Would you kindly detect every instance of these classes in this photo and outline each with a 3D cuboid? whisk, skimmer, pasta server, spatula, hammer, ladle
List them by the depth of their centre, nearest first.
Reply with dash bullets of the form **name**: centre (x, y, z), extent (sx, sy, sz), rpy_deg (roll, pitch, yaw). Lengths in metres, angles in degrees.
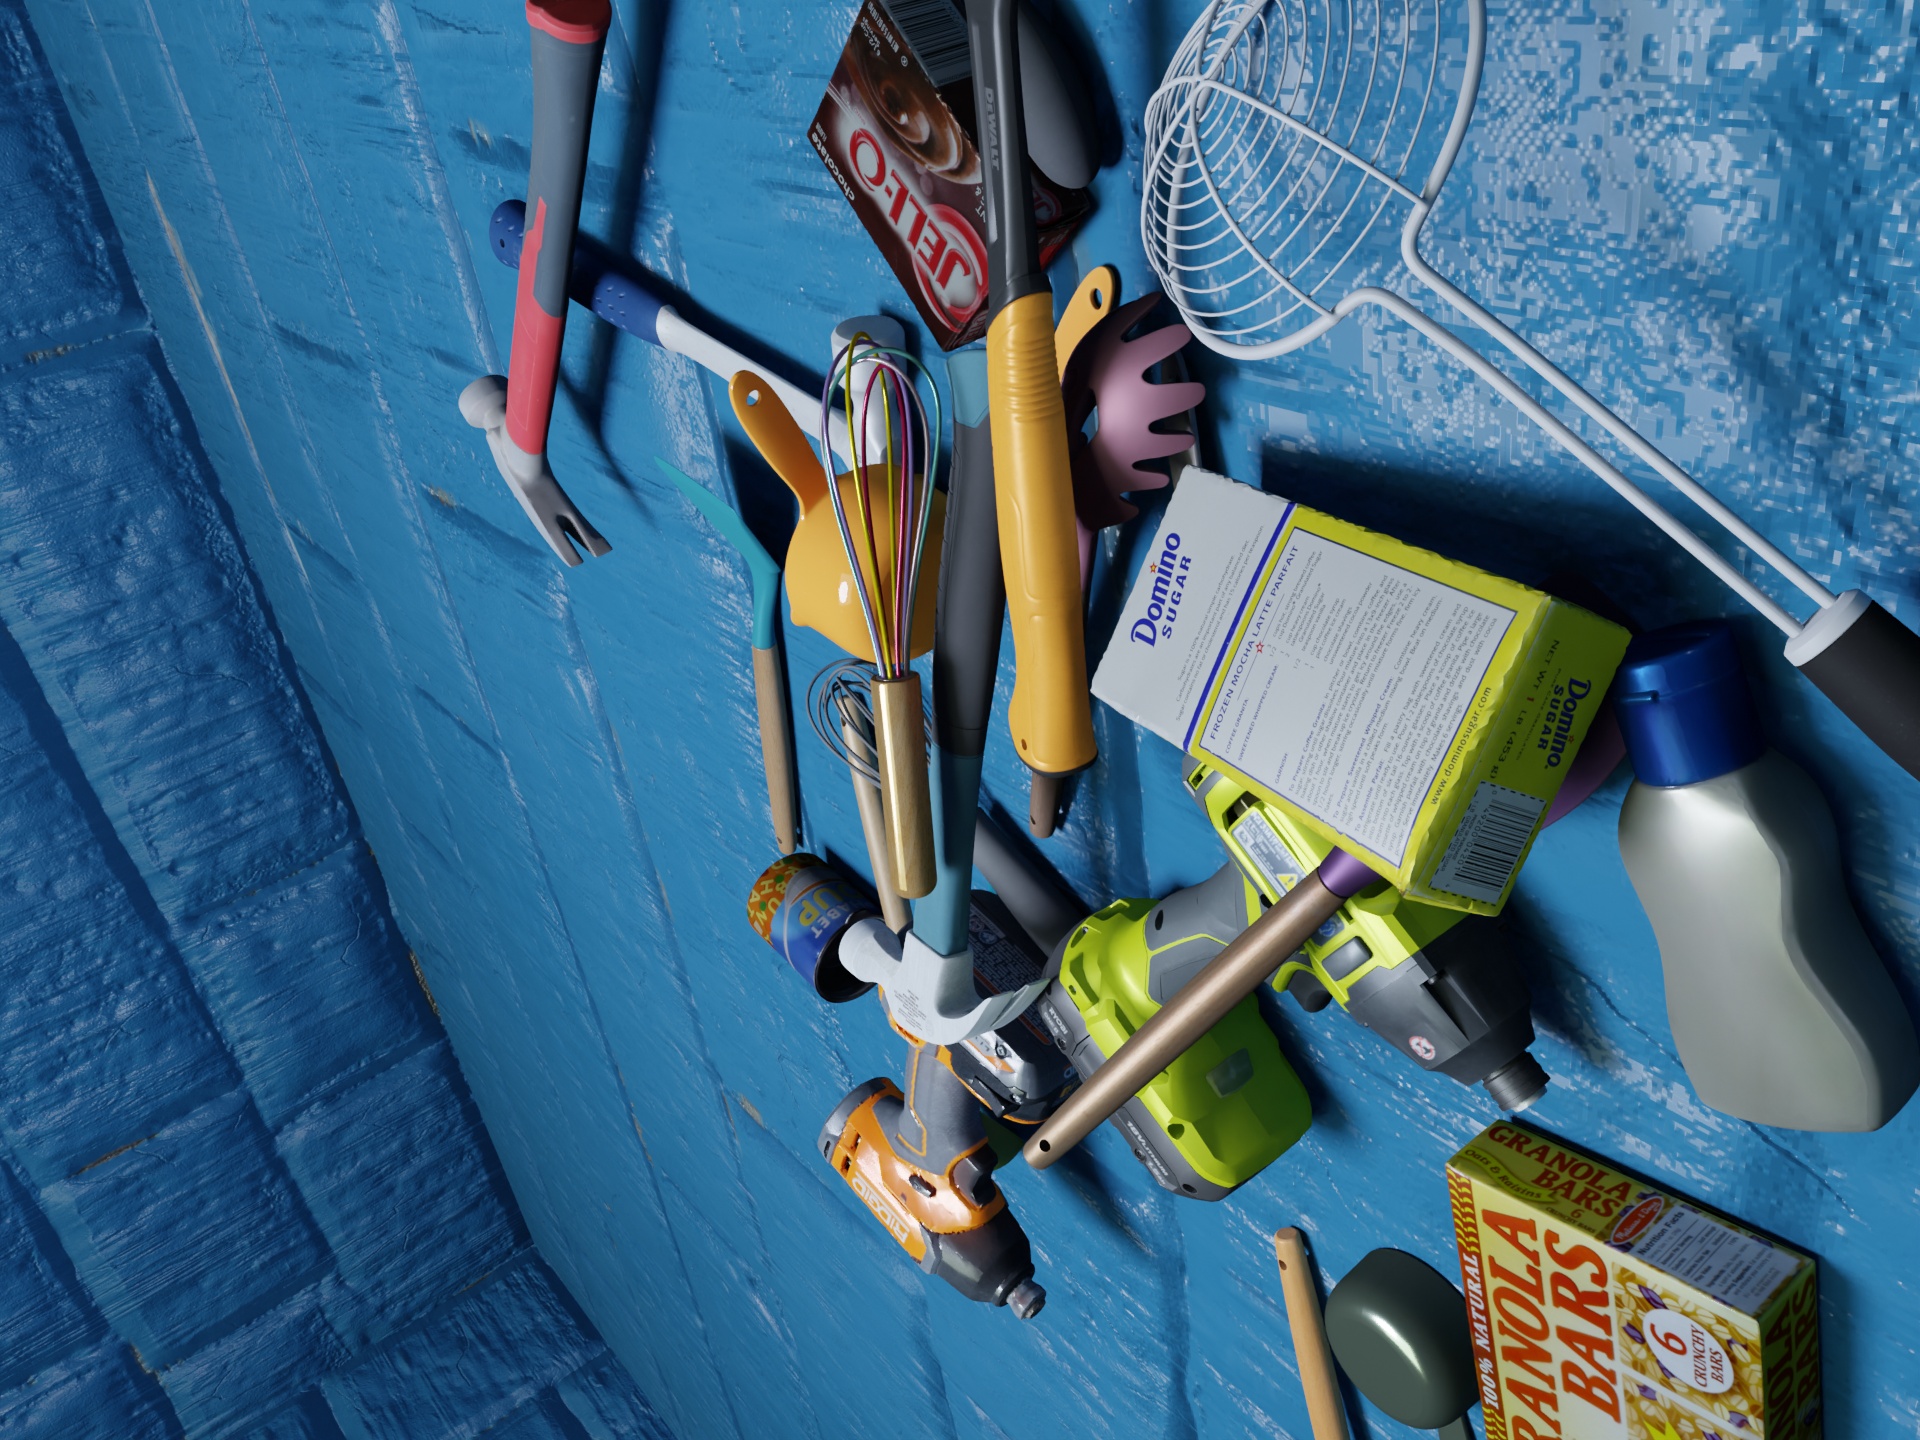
- **skimmer**: centre (0.188, -0.076, 0.428), extent (0.363, 0.090, 0.127), rpy_deg (44, 128, 10)
- **whisk**: centre (-0.021, -0.316, 0.547), extent (0.070, 0.070, 0.284), rpy_deg (-9, 111, 61)
- **hammer**: centre (0.026, -0.119, 0.557), extent (0.127, 0.034, 0.336), rpy_deg (47, 151, 51)
- **spatula**: centre (0.116, 0.074, 0.559), extent (0.060, 0.018, 0.315), rpy_deg (50, 123, 16)
- **whisk**: centre (-0.028, -0.041, 0.679), extent (0.047, 0.051, 0.245), rpy_deg (-135, 39, -70)
- **pasta server**: centre (0.053, -0.044, 0.684), extent (0.316, 0.040, 0.060), rpy_deg (93, 154, -52)
- **hammer**: centre (-0.001, -0.002, 0.708), extent (0.128, 0.033, 0.330), rpy_deg (31, 124, 47)
- **spatula**: centre (0.207, 0.400, 0.829), extent (0.081, 0.041, 0.322), rpy_deg (9, 118, 57)
- **whisk**: centre (0.001, 0.056, 0.844), extent (0.239, 0.055, 0.055), rpy_deg (47, 149, 19)
- **hammer**: centre (-0.156, -0.208, 0.880), extent (0.406, 0.035, 0.144), rpy_deg (37, 143, 39)
- **hammer**: centre (-0.226, -0.236, 0.895), extent (0.143, 0.038, 0.386), rpy_deg (55, 151, 11)
- **ladle**: centre (-0.023, 0.133, 0.969), extent (0.078, 0.062, 0.320), rpy_deg (10, 116, 56)
- **spatula**: centre (-0.130, -0.025, 0.991), extent (0.082, 0.044, 0.317), rpy_deg (35, 143, 34)

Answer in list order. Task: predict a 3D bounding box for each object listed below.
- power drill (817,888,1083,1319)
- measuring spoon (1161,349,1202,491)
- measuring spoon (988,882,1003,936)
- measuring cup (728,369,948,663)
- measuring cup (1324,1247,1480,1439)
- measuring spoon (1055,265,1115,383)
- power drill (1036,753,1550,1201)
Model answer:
- **power drill**: centre (0.008, 0.222, 0.878), extent (0.164, 0.084, 0.226), rpy_deg (41, 134, 27)
- **measuring spoon**: centre (0.094, -0.082, 0.604), extent (0.034, 0.018, 0.124), rpy_deg (-153, 49, -66)
- **measuring spoon**: centre (0.042, 0.143, 0.888), extent (0.042, 0.021, 0.128), rpy_deg (-12, 95, 49)
- **measuring cup**: centre (-0.047, -0.090, 0.707), extent (0.052, 0.095, 0.173), rpy_deg (36, 170, 35)
- **measuring cup**: centre (0.212, 0.324, 0.731), extent (0.083, 0.038, 0.167), rpy_deg (8, 119, 57)
- **measuring spoon**: centre (0.042, -0.138, 0.643), extent (0.021, 0.011, 0.116), rpy_deg (59, 149, 22)
- **power drill**: centre (0.127, 0.108, 0.649), extent (0.171, 0.080, 0.223), rpy_deg (55, 148, 16)
